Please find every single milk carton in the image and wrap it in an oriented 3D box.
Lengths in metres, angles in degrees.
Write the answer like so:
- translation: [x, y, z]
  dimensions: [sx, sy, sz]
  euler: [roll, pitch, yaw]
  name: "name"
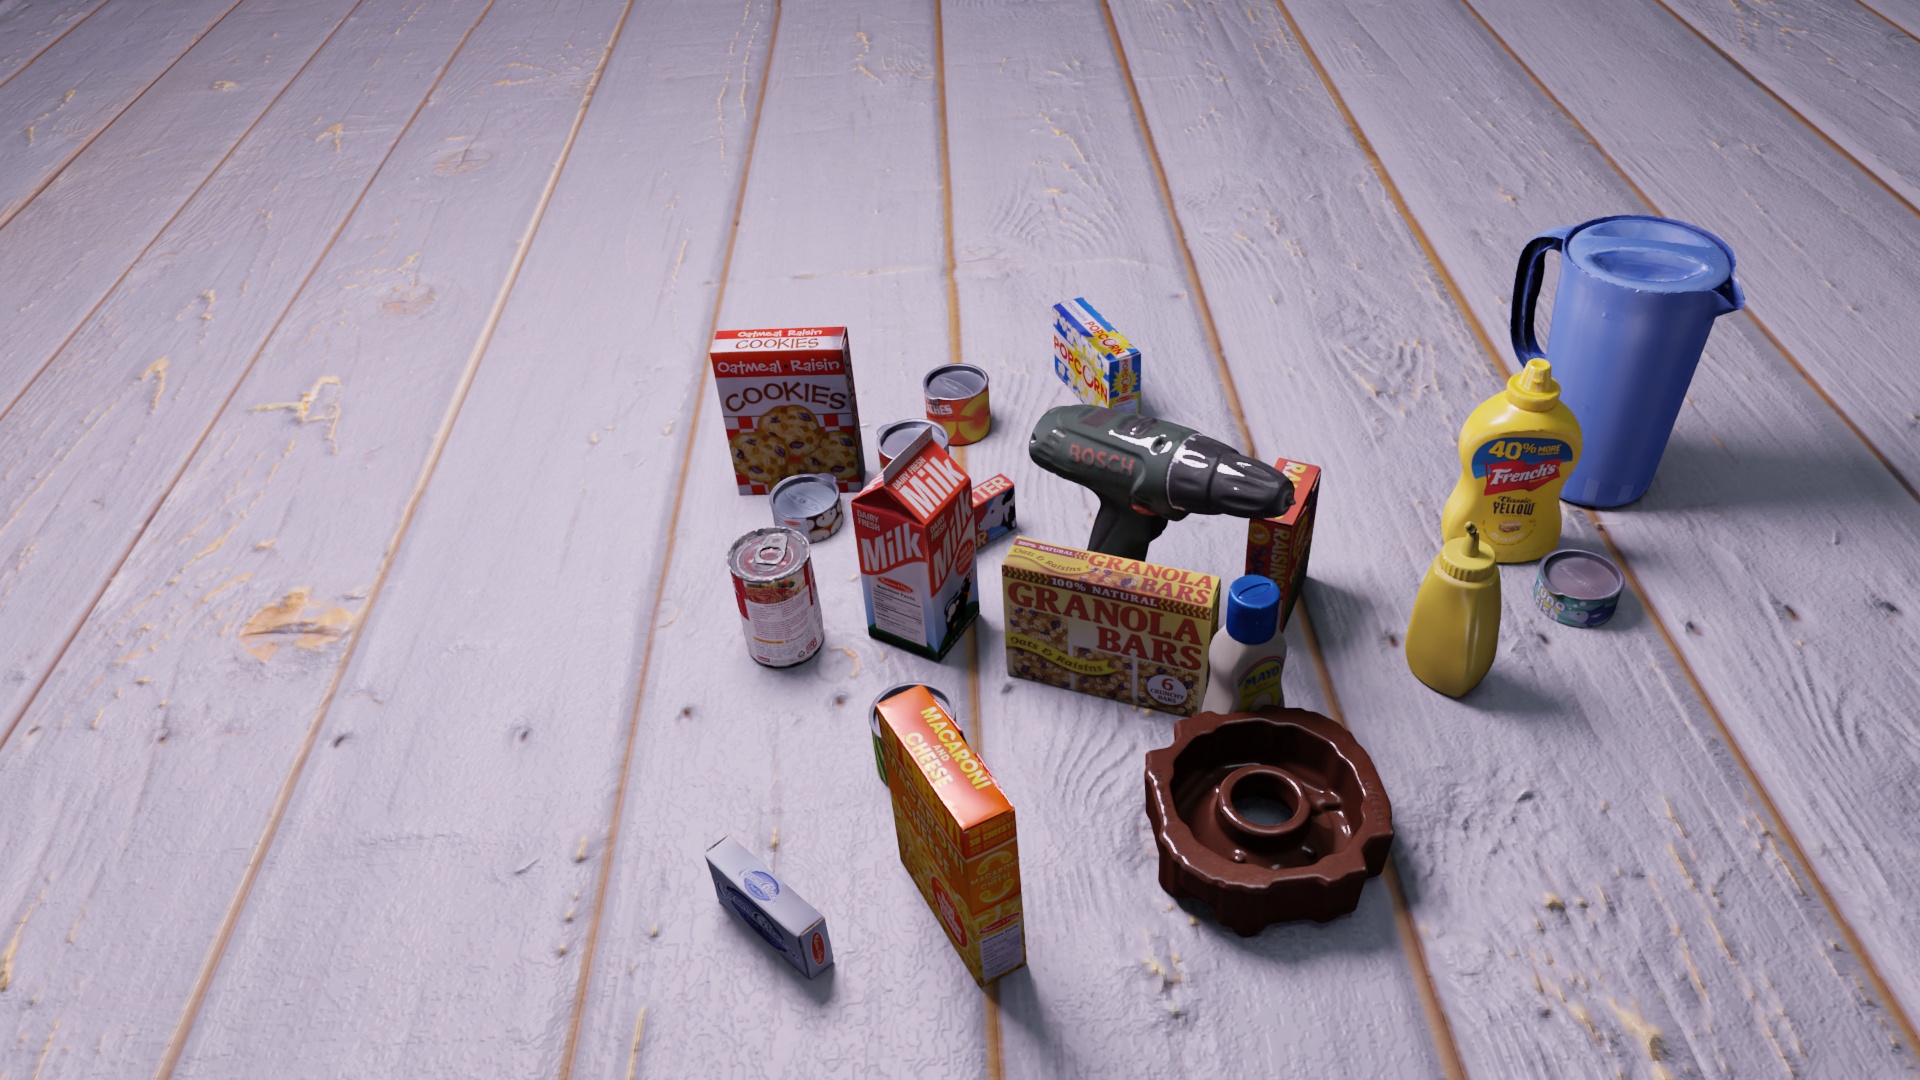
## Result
- translation: [-0.036, 0.000, 1.136]
  dimensions: [0.073, 0.189, 0.073]
  euler: [18, 45, 25]
  name: "milk carton"

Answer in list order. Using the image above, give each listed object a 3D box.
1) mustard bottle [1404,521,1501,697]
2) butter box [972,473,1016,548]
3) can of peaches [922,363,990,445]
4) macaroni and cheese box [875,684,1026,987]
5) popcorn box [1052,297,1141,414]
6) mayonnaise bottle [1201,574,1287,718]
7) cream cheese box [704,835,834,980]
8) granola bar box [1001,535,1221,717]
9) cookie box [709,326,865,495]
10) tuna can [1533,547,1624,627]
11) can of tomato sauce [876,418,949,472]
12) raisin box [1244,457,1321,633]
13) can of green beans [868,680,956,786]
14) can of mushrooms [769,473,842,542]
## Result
- translation: [0.383, 0.047, 1.063]
  dimensions: [0.049, 0.159, 0.065]
  euler: [-31, 47, -28]
  name: "mustard bottle"
- translation: [0.004, -0.016, 1.258]
  dimensions: [0.104, 0.052, 0.024]
  euler: [-28, 45, -25]
  name: "butter box"
- translation: [-0.005, -0.136, 1.399]
  dimensions: [0.071, 0.057, 0.071]
  euler: [-3, 40, 2]
  name: "can of peaches"
- translation: [-0.005, 0.195, 0.919]
  dimensions: [0.040, 0.165, 0.124]
  euler: [-22, 43, -19]
  name: "macaroni and cheese box"
- translation: [0.138, -0.182, 1.419]
  dimensions: [0.038, 0.084, 0.127]
  euler: [-18, 42, -16]
  name: "popcorn box"
- translation: [0.214, 0.092, 1.035]
  dimensions: [0.065, 0.147, 0.041]
  euler: [-20, 42, -18]
  name: "mayonnaise bottle"
- translation: [-0.132, 0.251, 0.952]
  dimensions: [0.104, 0.053, 0.024]
  euler: [30, 51, 34]
  name: "cream cheese box"
- translation: [0.118, 0.068, 1.091]
  dimensions: [0.165, 0.123, 0.039]
  euler: [12, 42, 19]
  name: "granola bar box"
- translation: [-0.160, -0.121, 1.310]
  dimensions: [0.123, 0.166, 0.040]
  euler: [-1, 40, 4]
  name: "cookie box"
- translation: [0.513, 0.040, 1.158]
  dimensions: [0.071, 0.032, 0.071]
  euler: [-3, 40, 2]
  name: "tuna can"
- translation: [-0.043, -0.062, 1.294]
  dimensions: [0.071, 0.082, 0.071]
  euler: [-3, 40, 2]
  name: "can of tomato sauce"
- translation: [0.265, 0.006, 1.153]
  dimensions: [0.040, 0.122, 0.086]
  euler: [15, 44, 22]
  name: "raisin box"
- translation: [-0.035, 0.151, 1.059]
  dimensions: [0.071, 0.057, 0.071]
  euler: [-3, 40, 2]
  name: "can of green beans"
- translation: [-0.143, -0.031, 1.306]
  dimensions: [0.071, 0.033, 0.071]
  euler: [-3, 40, 2]
  name: "can of mushrooms"
